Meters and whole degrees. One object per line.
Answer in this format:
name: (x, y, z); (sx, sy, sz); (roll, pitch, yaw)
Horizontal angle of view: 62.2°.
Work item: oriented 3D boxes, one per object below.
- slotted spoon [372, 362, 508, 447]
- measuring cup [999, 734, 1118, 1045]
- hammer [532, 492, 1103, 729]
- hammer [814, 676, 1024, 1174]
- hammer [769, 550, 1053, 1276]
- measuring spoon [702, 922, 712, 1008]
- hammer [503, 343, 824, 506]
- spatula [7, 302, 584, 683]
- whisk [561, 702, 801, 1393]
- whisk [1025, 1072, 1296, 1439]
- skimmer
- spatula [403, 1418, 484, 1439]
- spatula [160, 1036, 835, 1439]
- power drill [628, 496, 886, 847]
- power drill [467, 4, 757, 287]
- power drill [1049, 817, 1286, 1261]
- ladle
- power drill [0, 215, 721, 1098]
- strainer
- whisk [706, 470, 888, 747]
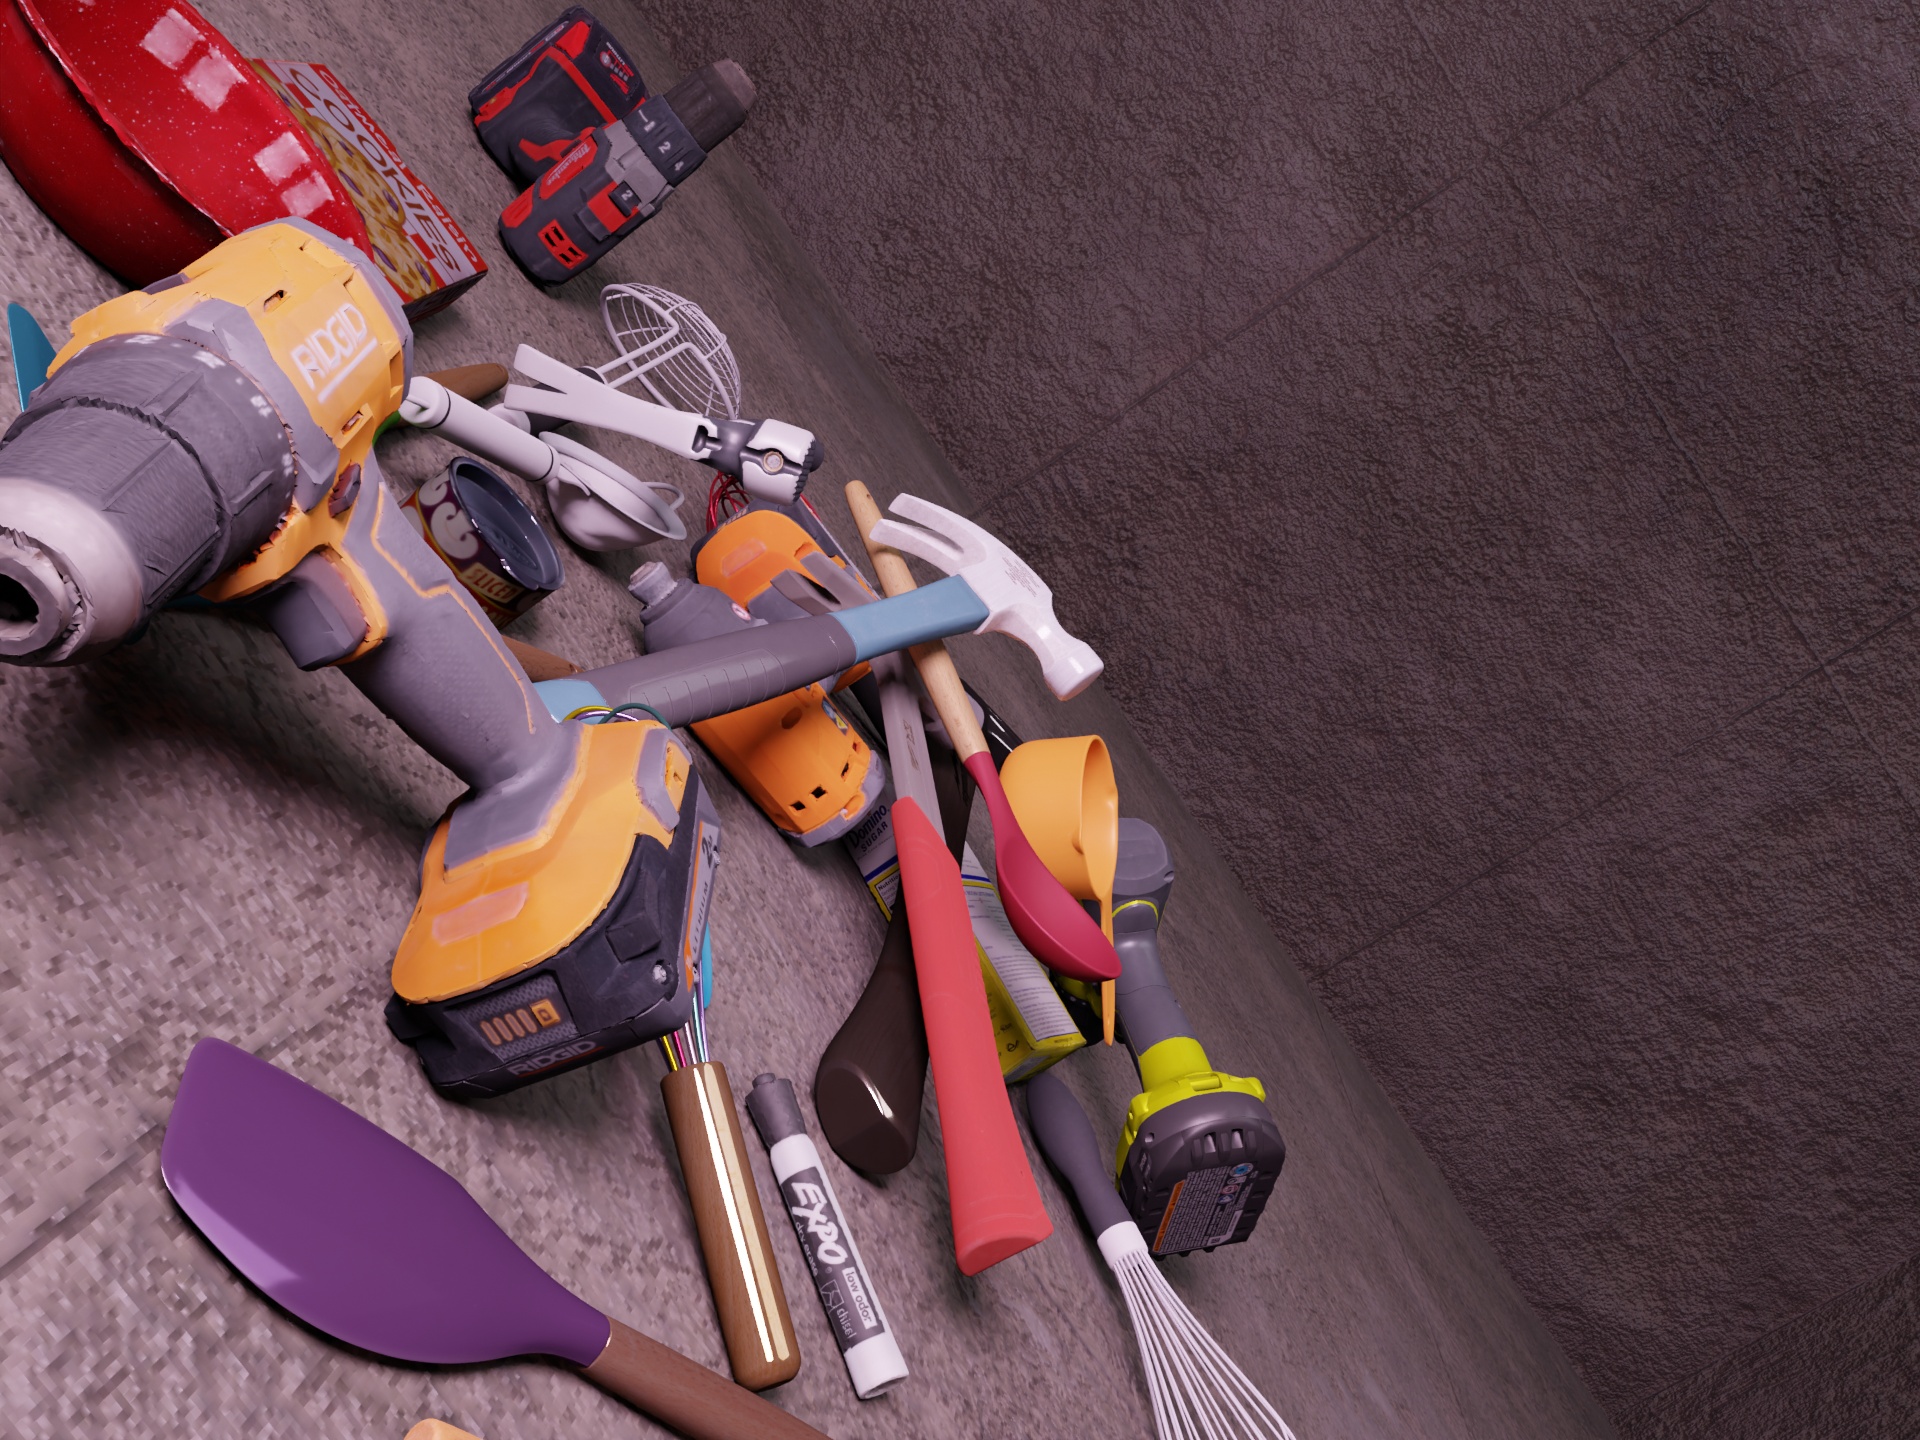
slotted spoon: (-0.237, -0.133, 0.680); (0.070, 0.031, 0.314); (53, 9, -15)
measuring cup: (0.054, 0.094, 0.861); (0.095, 0.052, 0.173); (-37, 125, -69)
hammer: (-0.064, -0.032, 0.715); (0.128, 0.033, 0.331); (52, 38, 14)
hammer: (-0.010, 0.088, 0.827); (0.146, 0.038, 0.411); (47, 22, -16)
hammer: (-0.017, 0.075, 0.723); (0.149, 0.036, 0.359); (42, 24, -38)
measuring spoon: (-0.120, 0.064, 0.650); (0.042, 0.021, 0.129); (45, 24, -50)
hammer: (-0.132, -0.163, 0.912); (0.149, 0.036, 0.409); (18, 8, 0)
spatula: (-0.196, -0.038, 0.525); (0.317, 0.044, 0.082); (25, 47, -74)
whisk: (-0.092, 0.097, 0.535); (0.047, 0.051, 0.245); (46, 22, -63)
whisk: (0.096, 0.295, 0.804); (0.070, 0.070, 0.285); (45, 11, -47)
skimmer: (-0.216, -0.192, 0.950); (0.127, 0.090, 0.363); (49, 22, -11)
spatula: (-0.021, 0.253, 0.431); (0.322, 0.041, 0.081); (48, 14, -33)
spatula: (-0.083, 0.181, 0.433); (0.315, 0.018, 0.060); (47, 17, -35)
power drill: (-0.107, -0.047, 0.866); (0.164, 0.084, 0.227); (51, 15, -21)
power drill: (-0.238, -0.403, 1.075); (0.080, 0.188, 0.227); (47, 9, -44)
power drill: (0.106, 0.199, 0.955); (0.229, 0.080, 0.190); (-108, -162, -44)
ladle: (-0.001, -0.003, 0.793); (0.069, 0.031, 0.316); (24, 36, -54)
power drill: (-0.150, -0.005, 0.413); (0.185, 0.084, 0.226); (-94, 160, -61)
strainer: (-0.192, -0.115, 0.727); (0.087, 0.050, 0.258); (40, 4, 12)
whisk: (-0.080, -0.049, 1.066); (0.295, 0.073, 0.073); (57, 8, -31)
